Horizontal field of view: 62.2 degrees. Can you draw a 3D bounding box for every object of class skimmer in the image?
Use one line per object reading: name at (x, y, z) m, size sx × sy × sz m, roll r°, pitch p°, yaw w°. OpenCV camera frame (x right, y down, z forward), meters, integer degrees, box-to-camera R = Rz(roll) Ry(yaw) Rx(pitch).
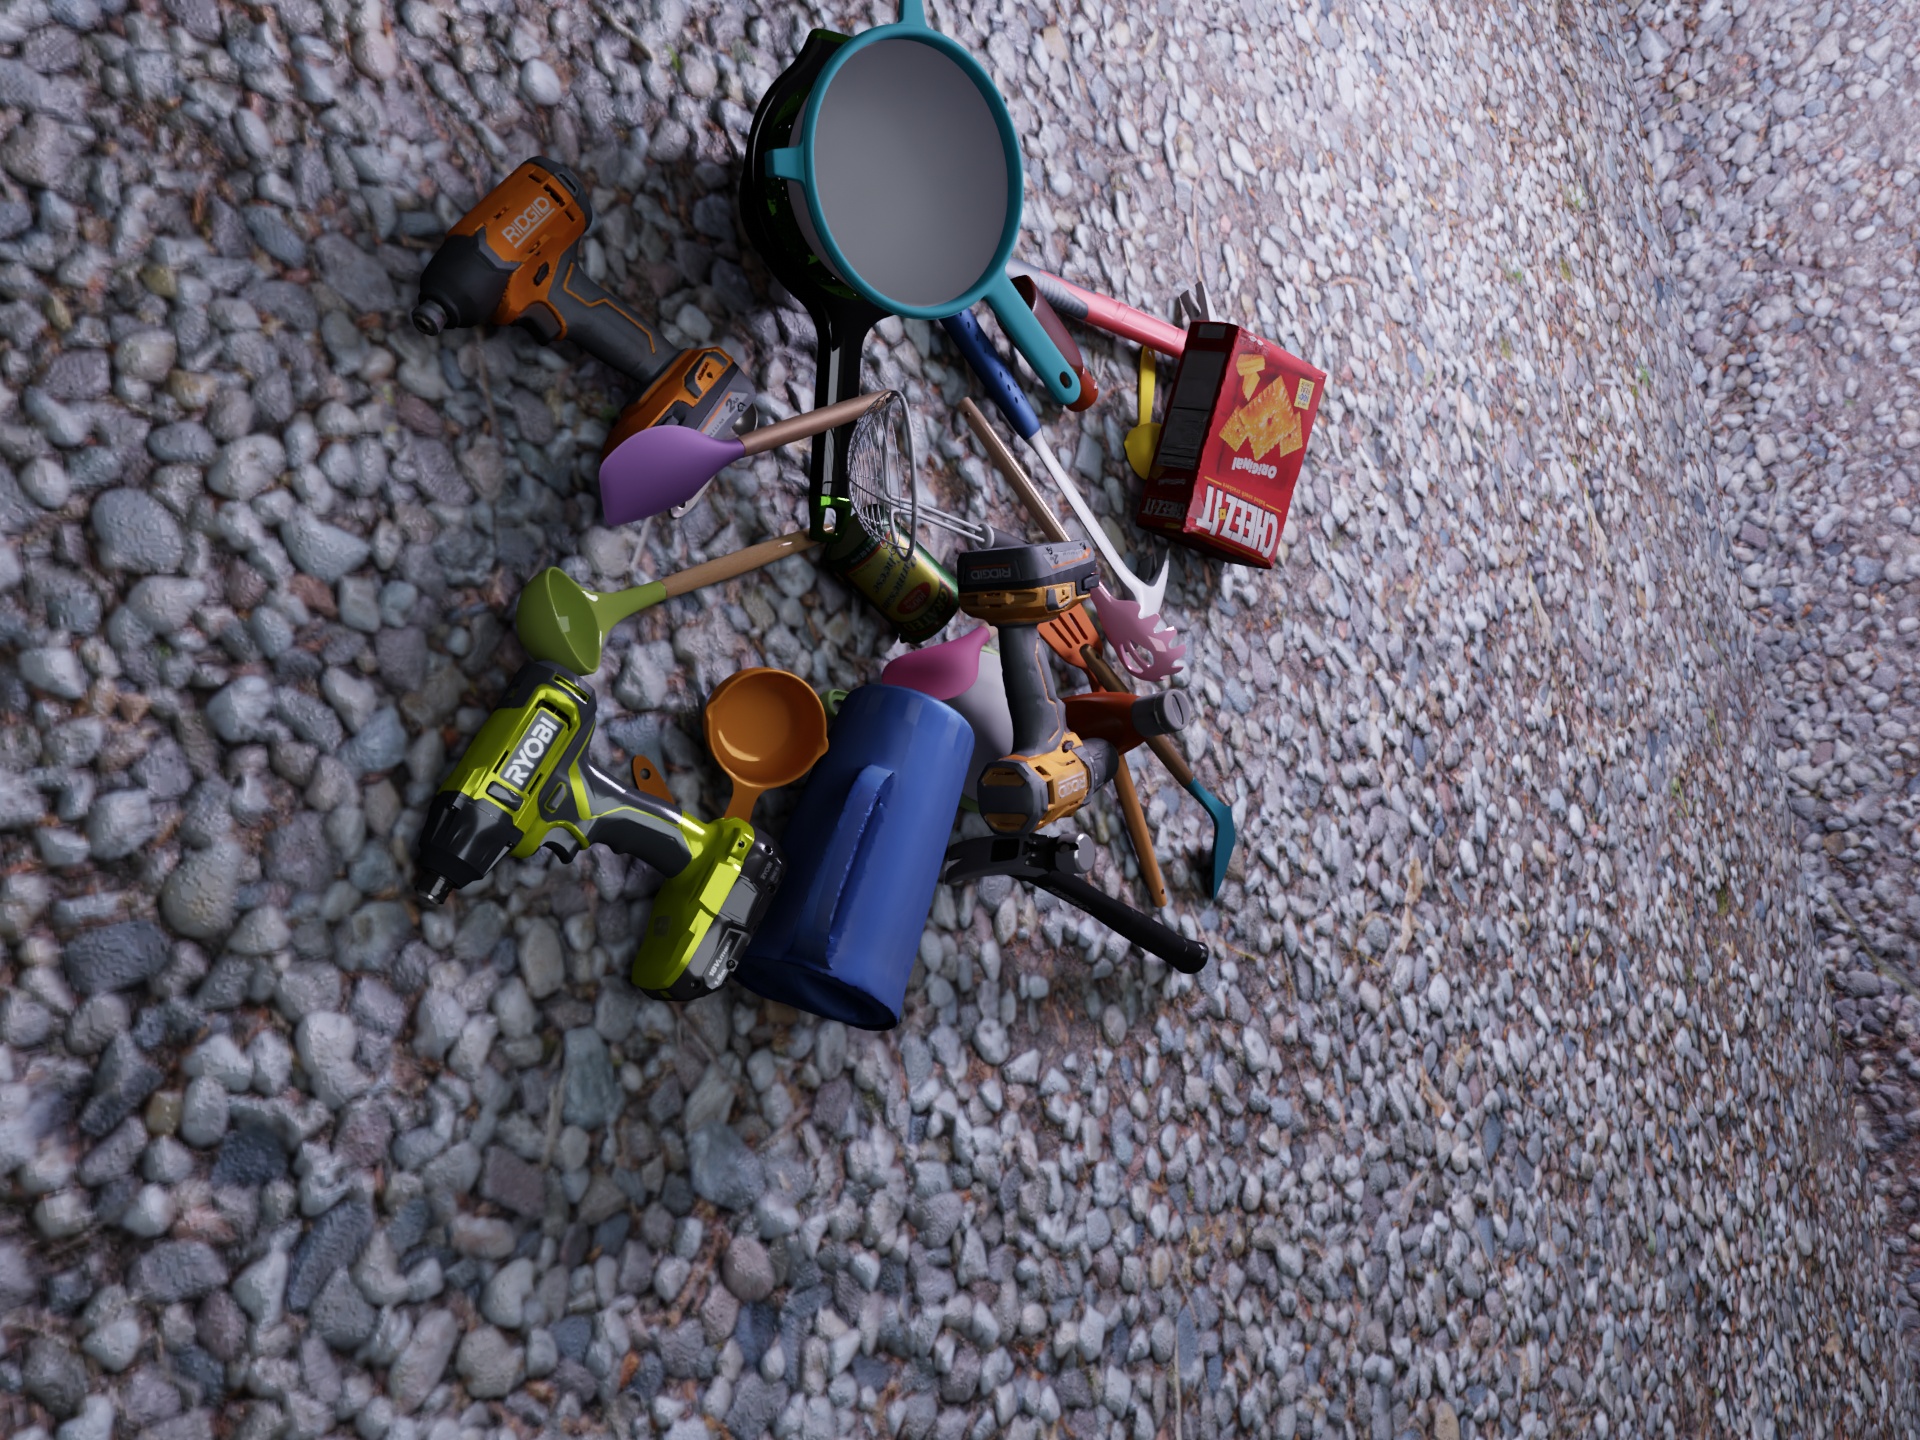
skimmer at (0.015, -0.170, 1.306) m, size 0.363 × 0.090 × 0.127 m, roll 12°, pitch 68°, yaw -60°

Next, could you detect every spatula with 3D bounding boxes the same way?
spatula at (0.136, 0.027, 1.494) m, size 0.081 × 0.041 × 0.322 m, roll -29°, pitch 105°, yaw -45°
spatula at (0.193, 0.043, 1.515) m, size 0.317 × 0.044 × 0.082 m, roll 50°, pitch 49°, yaw -28°
spatula at (-0.146, -0.207, 1.165) m, size 0.316 × 0.018 × 0.059 m, roll -31°, pitch 126°, yaw -48°

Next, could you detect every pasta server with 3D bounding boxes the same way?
pasta server at (0.096, -0.162, 1.442) m, size 0.316 × 0.060 × 0.040 m, roll 54°, pitch 37°, yaw -4°

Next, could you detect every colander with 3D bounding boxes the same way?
colander at (-0.117, -0.342, 1.294) m, size 0.204 × 0.094 × 0.397 m, roll 3°, pitch 92°, yaw -42°

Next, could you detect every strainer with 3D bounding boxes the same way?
strainer at (-0.023, -0.374, 1.252) m, size 0.340 × 0.095 × 0.211 m, roll 47°, pitch 66°, yaw -36°
strainer at (-0.002, -0.004, 1.331) m, size 0.256 × 0.069 × 0.151 m, roll 9°, pitch 74°, yaw -44°

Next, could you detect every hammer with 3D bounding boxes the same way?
hammer at (0.073, -0.259, 1.478) m, size 0.405 × 0.035 × 0.144 m, roll 55°, pitch 38°, yaw -18°
hammer at (0.124, -0.422, 1.568) m, size 0.386 × 0.038 × 0.143 m, roll 10°, pitch 63°, yaw -40°
hammer at (0.123, 0.166, 1.398) m, size 0.334 × 0.146 × 0.035 m, roll 34°, pitch 59°, yaw -48°

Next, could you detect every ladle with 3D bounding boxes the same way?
ladle at (-0.196, -0.106, 1.179) m, size 0.320 × 0.062 × 0.078 m, roll -28°, pitch 100°, yaw -47°

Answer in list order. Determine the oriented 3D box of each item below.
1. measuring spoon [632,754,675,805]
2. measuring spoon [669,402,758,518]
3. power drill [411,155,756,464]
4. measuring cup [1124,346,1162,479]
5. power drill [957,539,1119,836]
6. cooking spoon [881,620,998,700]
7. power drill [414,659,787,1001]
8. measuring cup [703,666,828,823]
measuring spoon at (-0.212, 0.079, 1.153) m, size 0.021 × 0.011 × 0.117 m, roll -27°, pitch 96°, yaw -35°
measuring spoon at (-0.196, -0.203, 1.232) m, size 0.034 × 0.018 × 0.124 m, roll 53°, pitch 55°, yaw -40°
power drill at (-0.270, -0.266, 1.128) m, size 0.226 × 0.084 × 0.164 m, roll 47°, pitch 54°, yaw -22°
measuring cup at (0.199, -0.322, 1.629) m, size 0.062 × 0.029 × 0.157 m, roll 18°, pitch 69°, yaw -40°
power drill at (0.073, -0.031, 1.298) m, size 0.185 × 0.084 × 0.226 m, roll -16°, pitch 103°, yaw -58°
cooking spoon at (0.032, -0.085, 1.394) m, size 0.319 × 0.069 × 0.017 m, roll -38°, pitch 147°, yaw -50°
power drill at (-0.242, 0.090, 1.069) m, size 0.223 × 0.080 × 0.171 m, roll 38°, pitch 63°, yaw -25°
measuring cup at (-0.162, 0.043, 1.185) m, size 0.095 × 0.052 × 0.173 m, roll 19°, pitch 93°, yaw -19°
